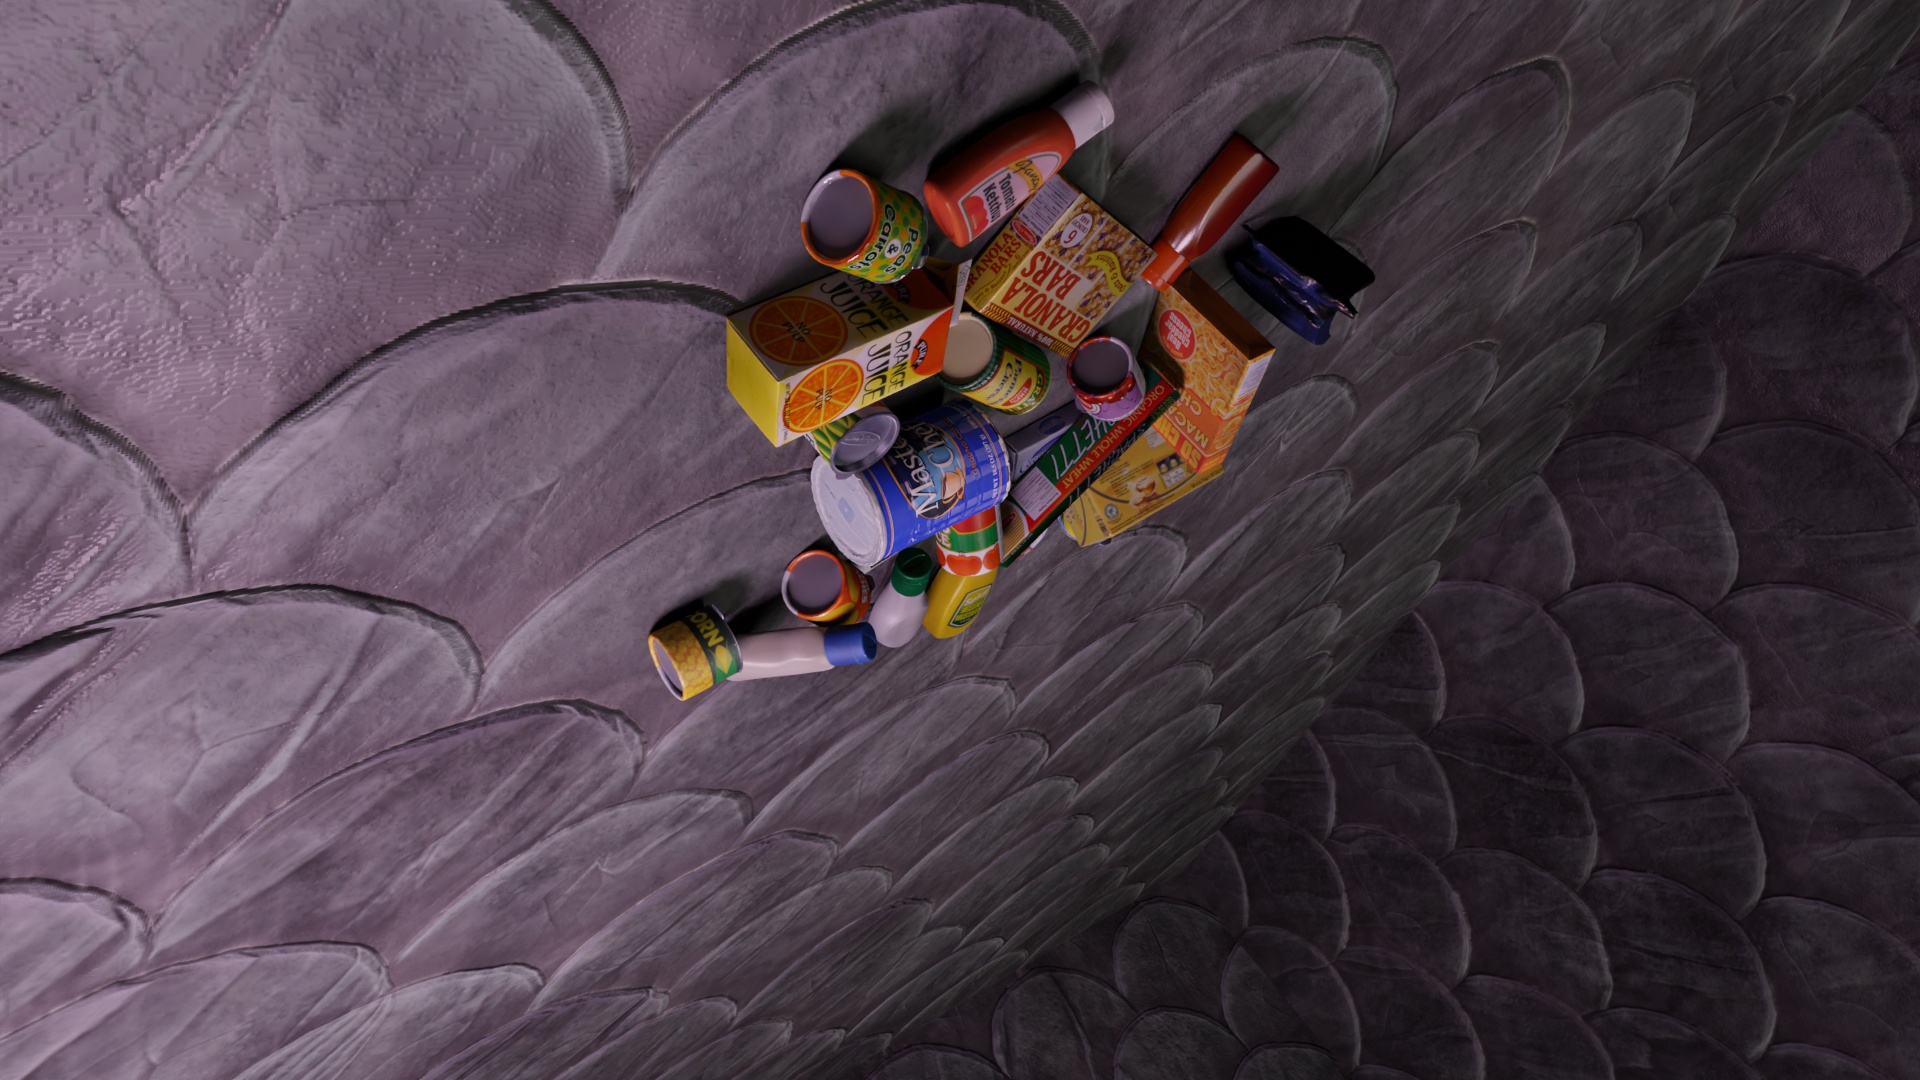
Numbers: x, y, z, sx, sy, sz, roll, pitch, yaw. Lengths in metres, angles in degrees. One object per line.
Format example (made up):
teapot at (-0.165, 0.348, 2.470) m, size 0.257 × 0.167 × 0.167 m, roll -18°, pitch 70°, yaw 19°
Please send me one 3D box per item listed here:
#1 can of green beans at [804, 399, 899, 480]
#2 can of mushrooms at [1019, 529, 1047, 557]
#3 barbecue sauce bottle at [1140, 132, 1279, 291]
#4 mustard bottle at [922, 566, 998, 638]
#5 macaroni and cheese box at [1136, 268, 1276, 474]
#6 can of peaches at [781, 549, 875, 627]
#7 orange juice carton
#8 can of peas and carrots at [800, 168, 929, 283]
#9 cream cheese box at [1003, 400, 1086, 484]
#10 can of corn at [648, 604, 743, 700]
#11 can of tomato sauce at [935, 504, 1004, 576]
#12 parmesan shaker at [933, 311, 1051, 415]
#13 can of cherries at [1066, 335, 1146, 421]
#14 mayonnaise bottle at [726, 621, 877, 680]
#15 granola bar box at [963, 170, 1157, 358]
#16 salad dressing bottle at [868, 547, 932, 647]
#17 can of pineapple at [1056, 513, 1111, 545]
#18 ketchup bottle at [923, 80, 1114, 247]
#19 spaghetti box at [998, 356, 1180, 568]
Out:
can of green beans at (-0.092, -0.095, 1.104) m, size 0.071 × 0.058 × 0.071 m, roll -32°, pitch 154°, yaw -18°
can of mushrooms at (0.059, -0.011, 1.486) m, size 0.071 × 0.033 × 0.070 m, roll -32°, pitch 155°, yaw -17°
barbecue sauce bottle at (0.217, -0.289, 1.240) m, size 0.148 × 0.044 × 0.065 m, roll -49°, pitch 154°, yaw 19°
mustard bottle at (0.007, 0.037, 1.473) m, size 0.065 × 0.049 × 0.159 m, roll -20°, pitch 149°, yaw -40°
macaroni and cheese box at (0.233, -0.165, 1.371) m, size 0.040 × 0.124 × 0.165 m, roll -26°, pitch 152°, yaw -26°
can of peaches at (-0.122, 0.045, 1.282) m, size 0.071 × 0.071 × 0.058 m, roll -43°, pitch 154°, yaw 4°
orange juice carton at (-0.073, -0.150, 1.022) m, size 0.193 × 0.073 × 0.071 m, roll -28°, pitch 152°, yaw -27°
can of peas and carrots at (-0.064, -0.210, 0.938) m, size 0.070 × 0.071 × 0.059 m, roll -50°, pitch 153°, yaw 20°
cream cheese box at (0.088, -0.100, 1.391) m, size 0.104 × 0.024 × 0.053 m, roll -30°, pitch 153°, yaw -22°
can of corn at (-0.232, 0.097, 1.213) m, size 0.058 × 0.071 × 0.070 m, roll -27°, pitch 152°, yaw -26°
can of tomato sauce at (0.005, -0.017, 1.334) m, size 0.071 × 0.071 × 0.082 m, roll -29°, pitch 133°, yaw -24°
parmesan shaker at (0.023, -0.146, 1.174) m, size 0.071 × 0.071 × 0.103 m, roll -48°, pitch 154°, yaw 15°
can of cherries at (0.137, -0.153, 1.324) m, size 0.071 × 0.071 × 0.058 m, roll -41°, pitch 155°, yaw 1°
mayonnaise bottle at (-0.151, 0.101, 1.273) m, size 0.148 × 0.041 × 0.064 m, roll -9°, pitch 161°, yaw 19°
granola bar box at (0.082, -0.226, 1.157) m, size 0.124 × 0.039 × 0.165 m, roll -48°, pitch 154°, yaw 15°
salad dressing bottle at (-0.057, 0.057, 1.400) m, size 0.064 × 0.044 × 0.147 m, roll -30°, pitch 161°, yaw -26°
can of pineapple at (0.147, -0.038, 1.524) m, size 0.071 × 0.071 × 0.057 m, roll -21°, pitch 149°, yaw -36°
ketchup bottle at (0.044, -0.279, 1.011) m, size 0.149 × 0.043 × 0.064 m, roll -38°, pitch 155°, yaw -8°
spaghetti box at (0.112, -0.075, 1.374) m, size 0.249 × 0.050 × 0.028 m, roll -45°, pitch 158°, yaw 9°
